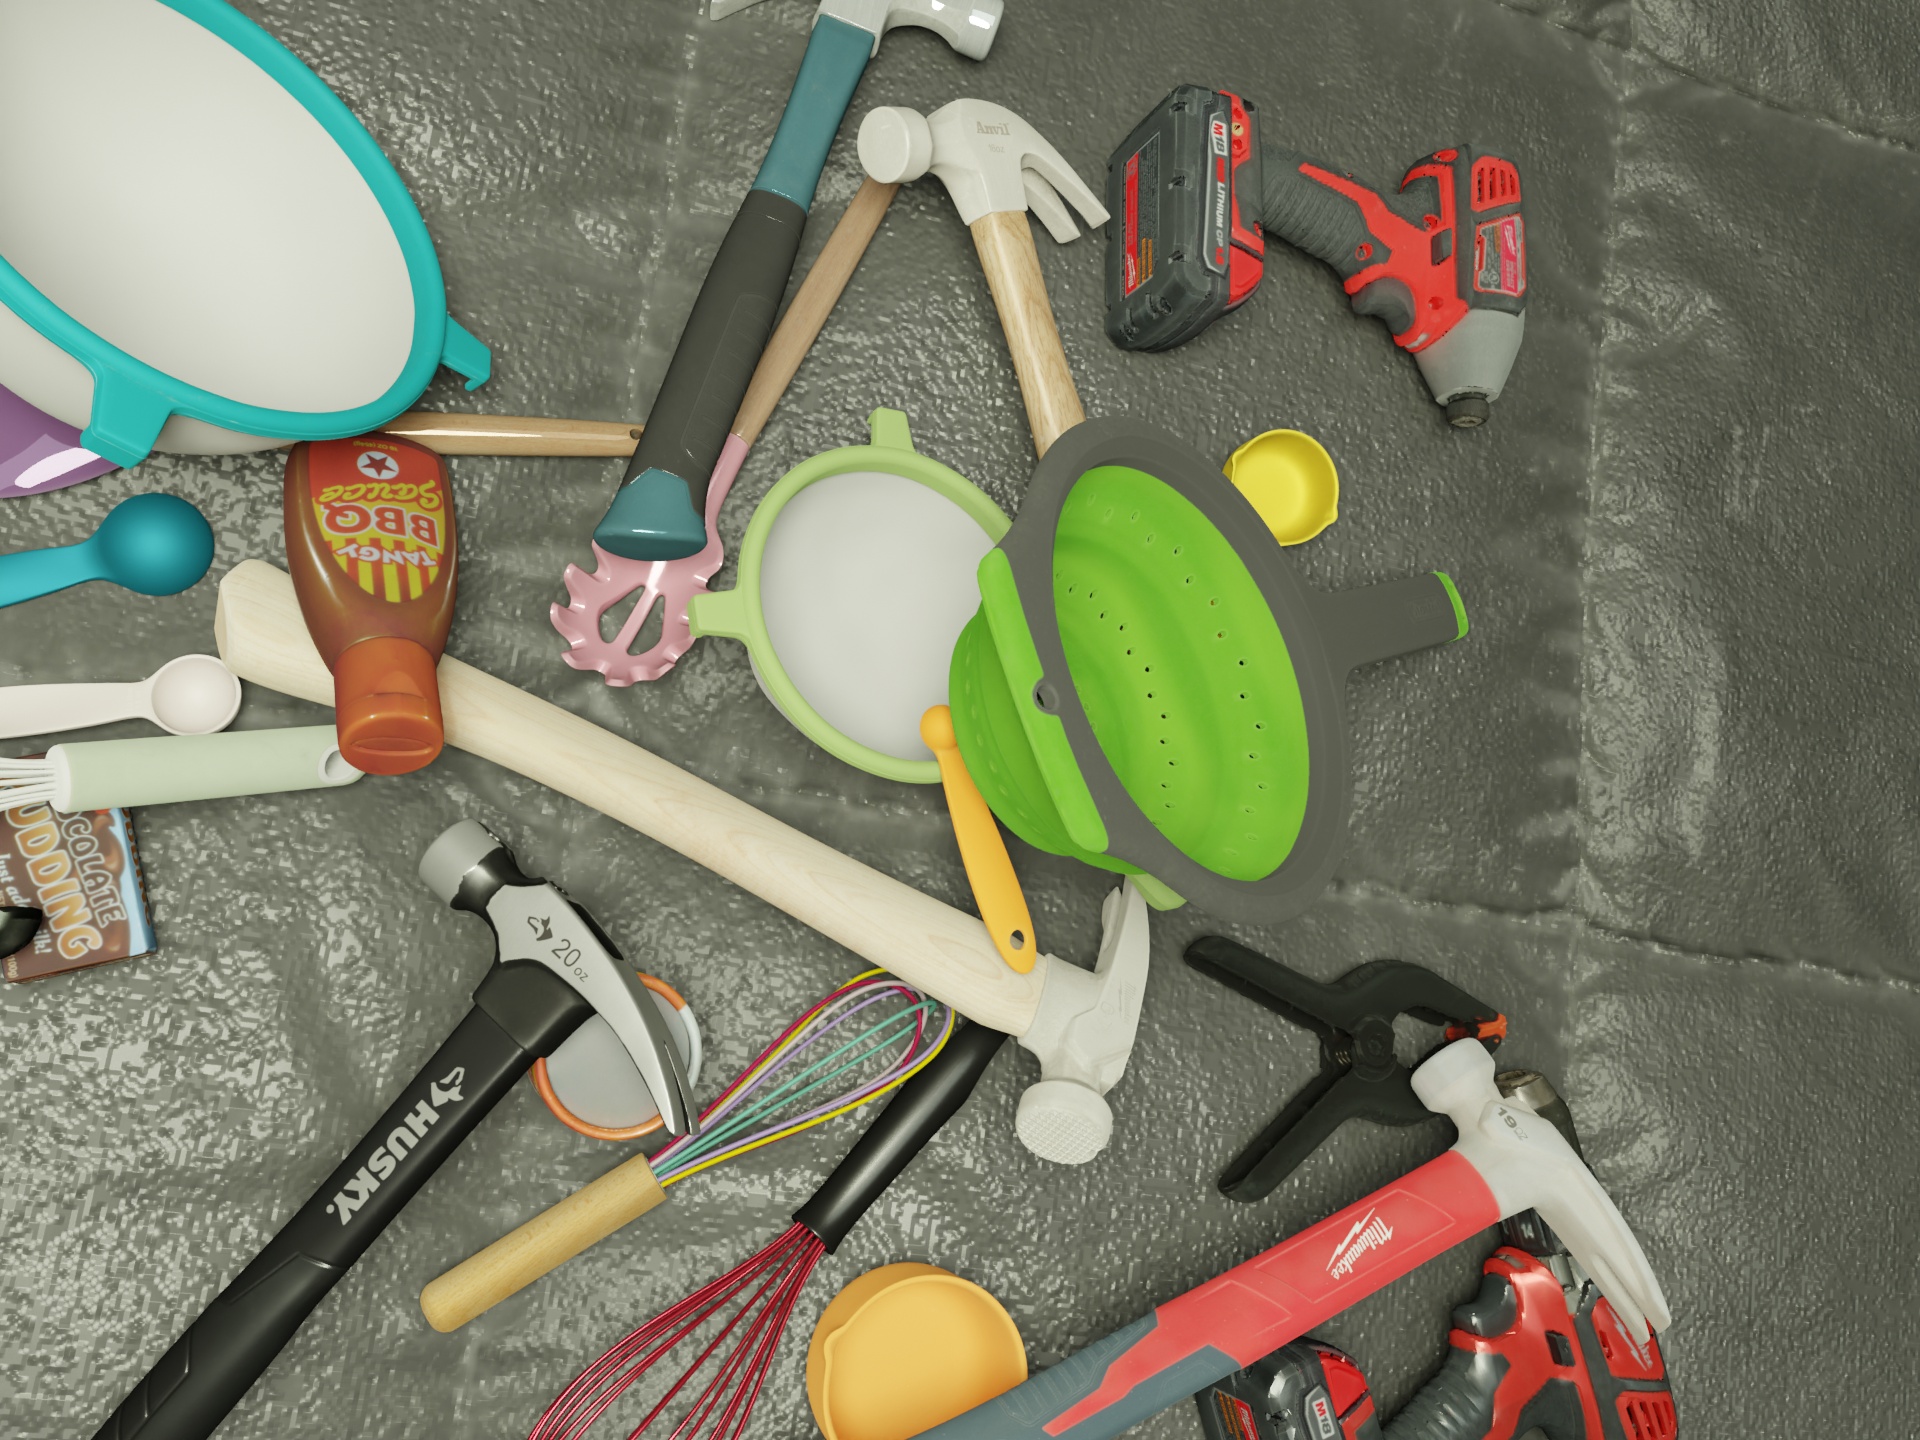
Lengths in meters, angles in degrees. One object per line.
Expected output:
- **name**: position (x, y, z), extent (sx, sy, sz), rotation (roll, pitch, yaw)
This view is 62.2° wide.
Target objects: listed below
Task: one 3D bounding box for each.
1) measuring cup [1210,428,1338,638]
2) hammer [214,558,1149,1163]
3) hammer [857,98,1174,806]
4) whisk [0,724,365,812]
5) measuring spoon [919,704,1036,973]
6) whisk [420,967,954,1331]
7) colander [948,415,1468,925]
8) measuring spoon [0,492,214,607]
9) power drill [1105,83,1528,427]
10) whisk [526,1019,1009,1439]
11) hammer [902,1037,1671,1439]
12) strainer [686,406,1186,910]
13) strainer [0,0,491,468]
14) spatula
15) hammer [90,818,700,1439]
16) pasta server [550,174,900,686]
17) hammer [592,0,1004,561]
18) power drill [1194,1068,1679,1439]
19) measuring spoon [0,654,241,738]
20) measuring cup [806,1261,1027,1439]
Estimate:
- **measuring cup**: position (0.133, -0.071, 0.787), extent (0.062, 0.029, 0.156), rotation (29, 87, -12)
- **hammer**: position (-0.108, 0.035, 0.665), extent (0.410, 0.038, 0.146), rotation (28, 42, -7)
- **hammer**: position (0.052, -0.120, 0.736), extent (0.130, 0.031, 0.331), rotation (-23, 98, -47)
- **whisk**: position (-0.329, 0.021, 0.564), extent (0.246, 0.059, 0.057), rotation (-5, 113, -45)
- **measuring spoon**: position (0.010, 0.049, 0.648), extent (0.021, 0.011, 0.117), rotation (-21, 94, -30)
- **whisk**: position (-0.109, 0.175, 0.662), extent (0.245, 0.051, 0.047), rotation (-30, 85, -15)
- **colander**: position (0.113, -0.021, 0.697), extent (0.397, 0.094, 0.204), rotation (-13, 82, -51)
- **measuring spoon**: position (-0.359, -0.059, 0.617), extent (0.128, 0.021, 0.042), rotation (-18, 89, -21)
- **power drill**: position (0.187, -0.228, 0.797), extent (0.219, 0.078, 0.143), rotation (4, 82, -21)
- **whisk**: position (-0.074, 0.228, 0.656), extent (0.073, 0.073, 0.296), rotation (47, 66, -7)
- **hammer**: position (0.103, 0.265, 0.643), extent (0.386, 0.038, 0.143), rotation (-20, 57, -20)
- **strainer**: position (-0.001, -0.002, 0.704), extent (0.256, 0.069, 0.151), rotation (45, 56, -12)
- **strainer**: position (-0.343, -0.229, 0.588), extent (0.340, 0.095, 0.211), rotation (56, 30, -4)
- **spatula**: position (-0.280, -0.118, 0.654), extent (0.315, 0.018, 0.060), rotation (-2, 79, -18)
- **hammer**: position (-0.240, 0.206, 0.578), extent (0.146, 0.035, 0.335), rotation (39, 83, 15)
- **pasta server**: position (-0.088, -0.150, 0.711), extent (0.060, 0.040, 0.316), rotation (28, 73, -4)
- **hammer**: position (-0.084, -0.215, 0.702), extent (0.128, 0.033, 0.331), rotation (20, 70, -8)
- **power drill**: position (0.222, 0.282, 0.738), extent (0.226, 0.080, 0.188), rotation (-15, 88, -22)
- **measuring spoon**: position (-0.346, -0.003, 0.622), extent (0.124, 0.018, 0.034), rotation (-6, 72, -12)
- **measuring cup**: position (-0.039, 0.311, 0.659), extent (0.095, 0.052, 0.174), rotation (29, 77, -13)
